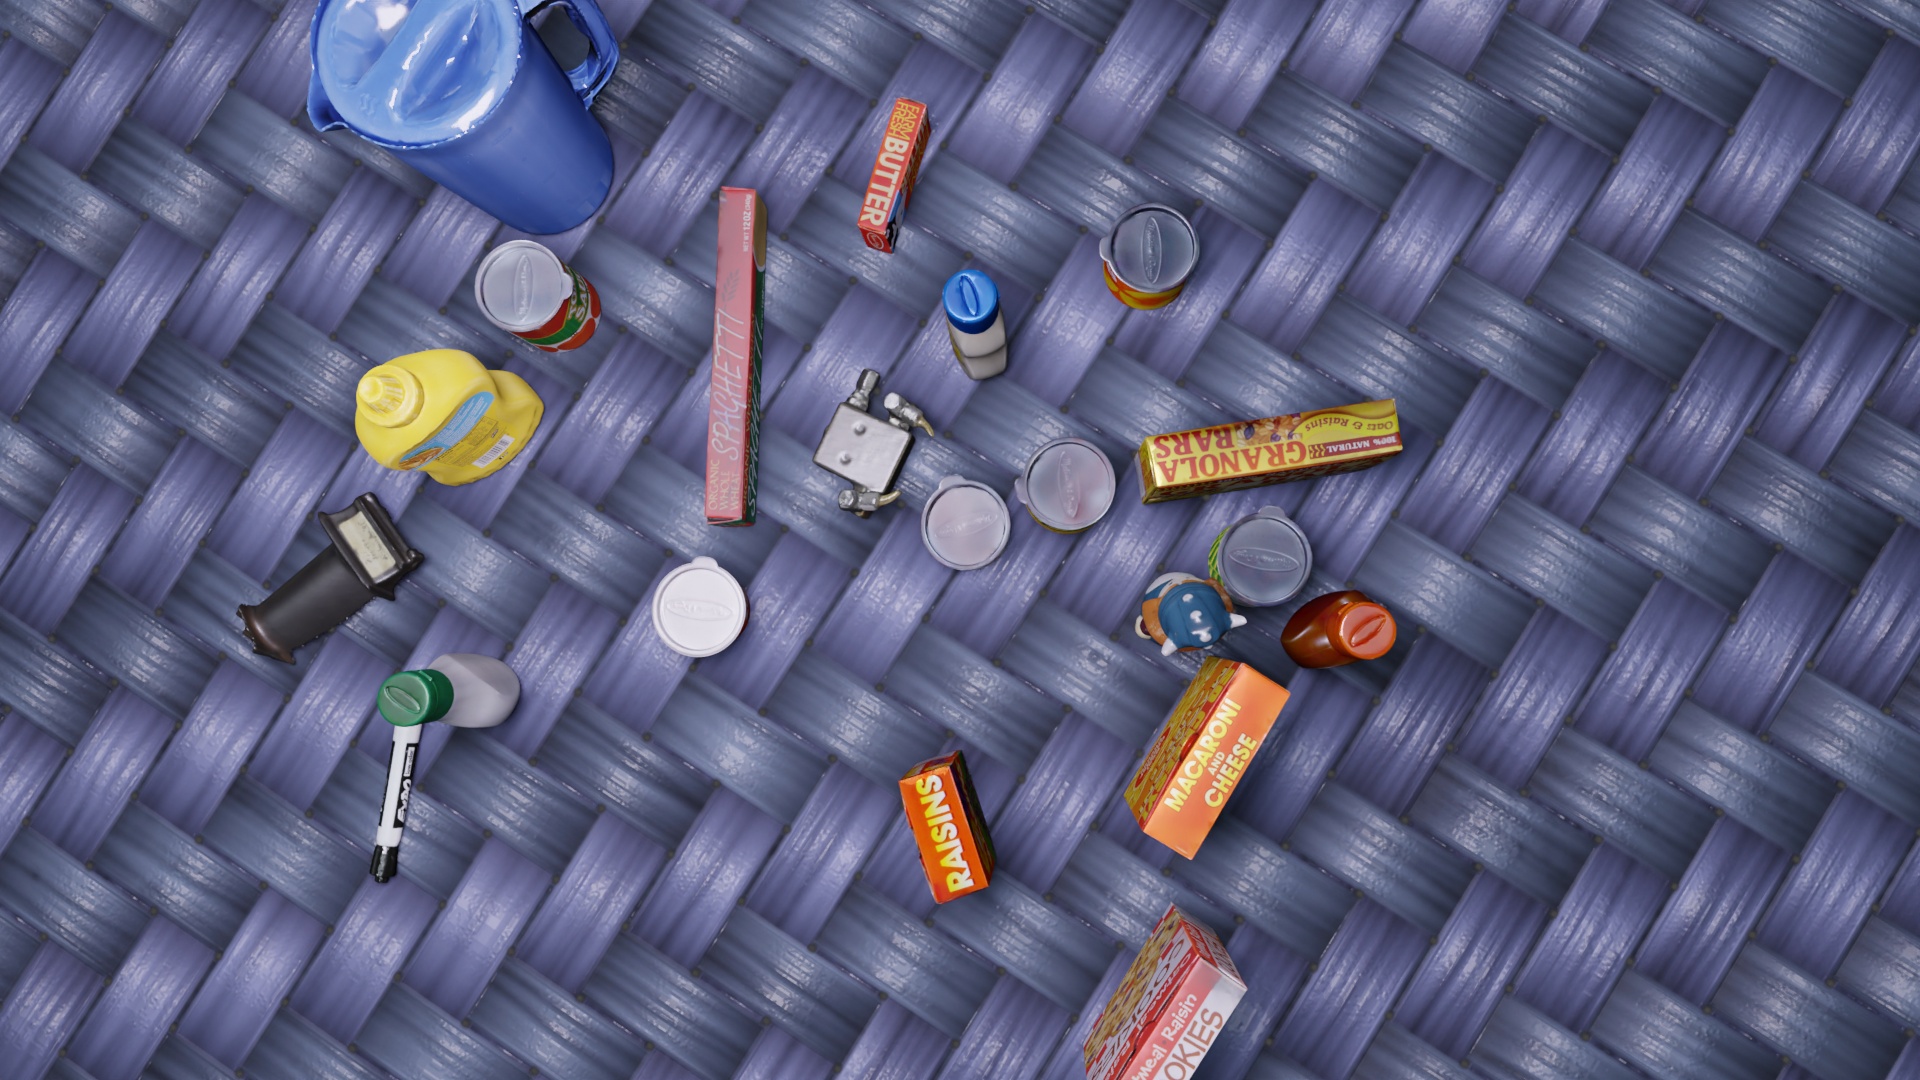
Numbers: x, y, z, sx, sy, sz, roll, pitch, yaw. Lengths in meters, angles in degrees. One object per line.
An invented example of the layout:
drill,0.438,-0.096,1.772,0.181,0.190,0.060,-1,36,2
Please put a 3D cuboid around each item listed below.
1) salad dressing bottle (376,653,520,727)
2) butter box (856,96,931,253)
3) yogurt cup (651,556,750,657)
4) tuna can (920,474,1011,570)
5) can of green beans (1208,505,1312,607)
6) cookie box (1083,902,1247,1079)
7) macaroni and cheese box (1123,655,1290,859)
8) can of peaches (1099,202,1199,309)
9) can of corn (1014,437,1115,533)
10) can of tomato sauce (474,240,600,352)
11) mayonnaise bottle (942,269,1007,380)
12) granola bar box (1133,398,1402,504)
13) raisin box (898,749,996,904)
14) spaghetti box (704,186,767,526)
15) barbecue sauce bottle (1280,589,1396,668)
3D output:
salad dressing bottle,-0.359,0.107,0.977,0.064,0.147,0.044,34,89,5
butter box,-0.049,-0.272,1.036,0.024,0.053,0.103,17,87,4
yogurt cup,-0.186,0.051,1.019,0.072,0.054,0.072,0,86,3
tuna can,0.004,-0.013,1.024,0.071,0.033,0.071,0,86,3
can of green beans,0.214,0.015,0.998,0.071,0.058,0.071,0,86,3
cookie box,0.131,0.318,0.925,0.040,0.167,0.123,33,89,5
macaroni and cheese box,0.161,0.141,0.937,0.040,0.166,0.123,31,88,5
can of peaches,0.136,-0.207,1.019,0.071,0.058,0.071,0,86,3
can of corn,0.075,-0.038,1.009,0.071,0.058,0.071,0,86,3
can of tomato sauce,-0.309,-0.179,1.028,0.071,0.083,0.071,0,86,3
mayonnaise bottle,0.010,-0.155,0.977,0.041,0.148,0.065,-18,86,2
granola bar box,0.209,-0.059,0.971,0.166,0.124,0.039,-9,86,3
raisin box,-0.008,0.195,0.964,0.040,0.123,0.086,-18,85,2
spaghetti box,-0.166,-0.134,1.034,0.029,0.050,0.250,1,86,3
barbecue sauce bottle,0.260,0.061,0.947,0.065,0.148,0.043,-39,85,0
